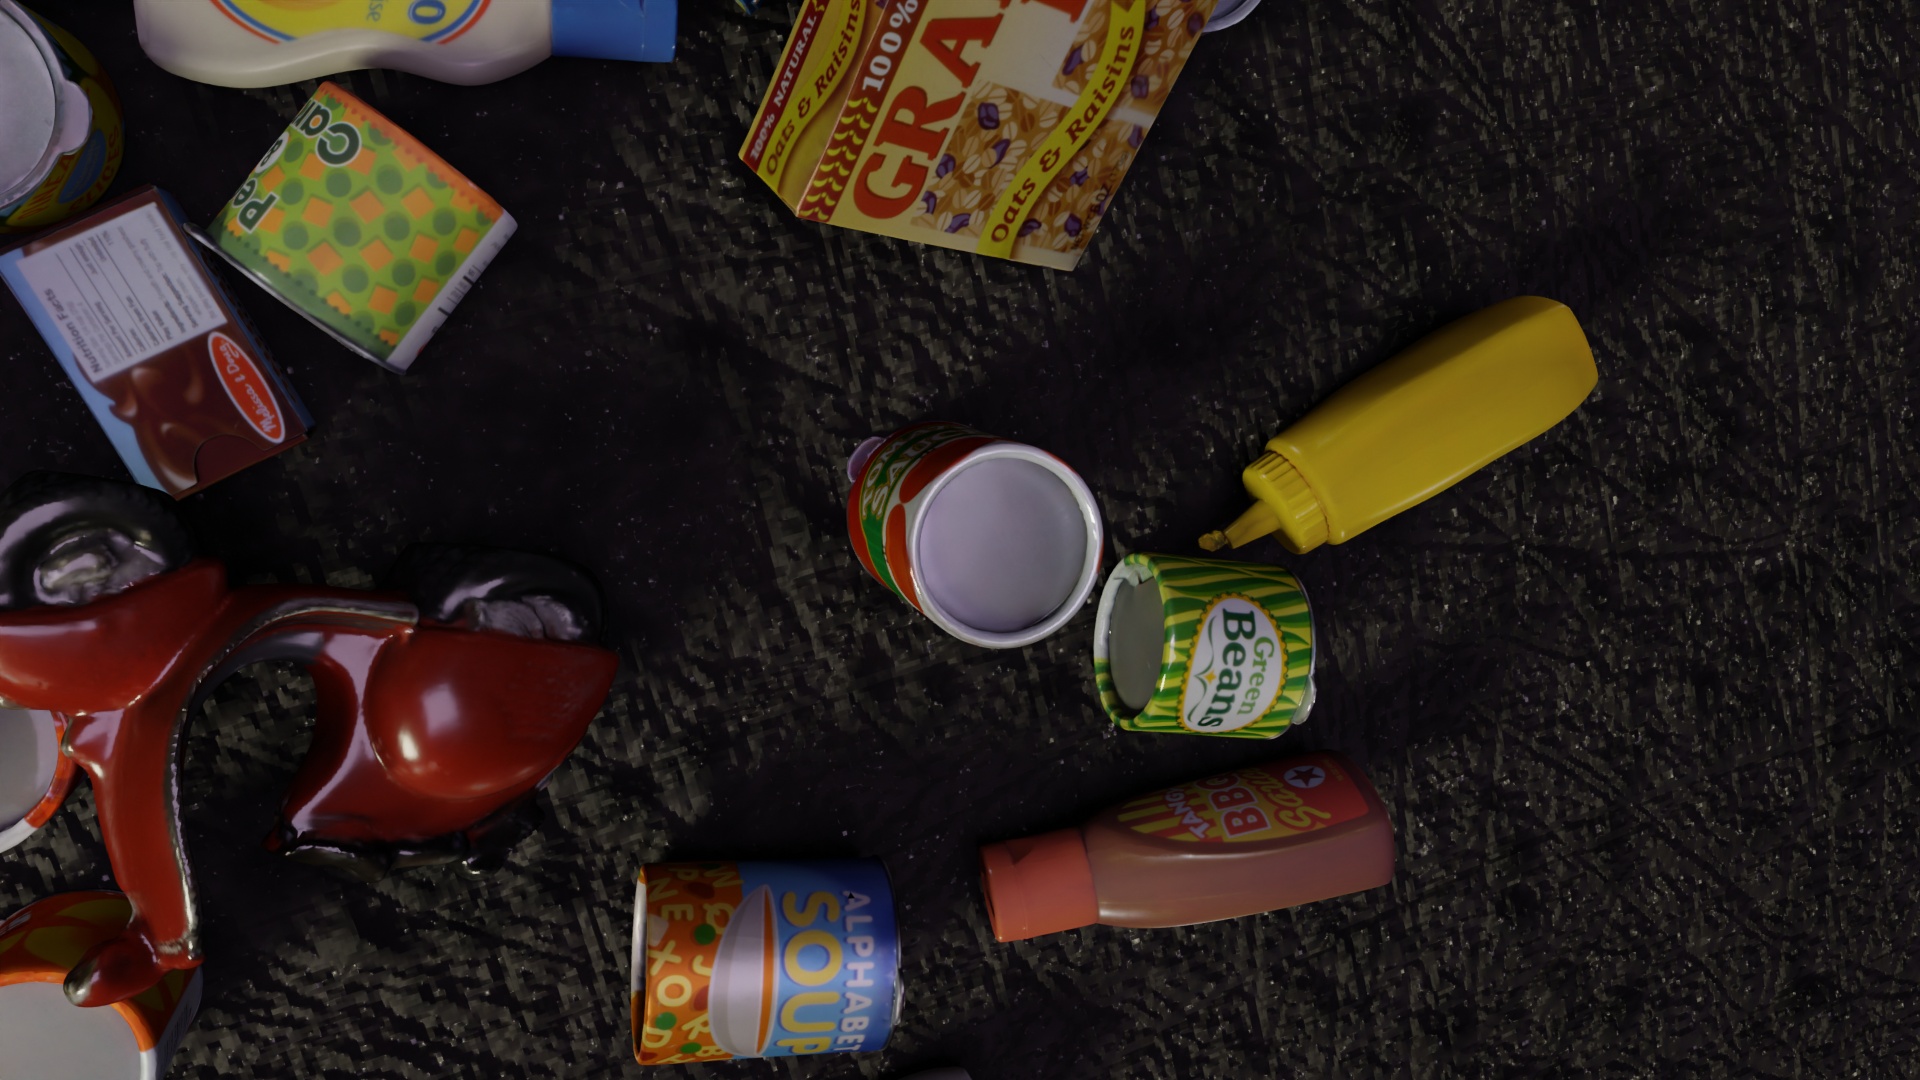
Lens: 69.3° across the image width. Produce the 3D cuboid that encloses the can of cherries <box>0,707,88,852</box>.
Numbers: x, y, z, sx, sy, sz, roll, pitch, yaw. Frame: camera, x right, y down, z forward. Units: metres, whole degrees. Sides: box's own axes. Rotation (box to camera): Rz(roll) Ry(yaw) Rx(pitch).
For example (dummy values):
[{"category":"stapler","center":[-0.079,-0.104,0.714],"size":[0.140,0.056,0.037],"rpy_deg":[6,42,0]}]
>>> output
[{"category":"can of cherries","center":[-0.285,0.050,0.401],"size":[0.071,0.058,0.071],"rpy_deg":[-3,100,-17]}]

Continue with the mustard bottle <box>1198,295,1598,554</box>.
[{"category":"mustard bottle","center":[0.158,-0.036,0.525],"size":[0.160,0.065,0.048],"rpy_deg":[-31,101,-5]}]

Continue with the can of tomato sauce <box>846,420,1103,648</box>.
[{"category":"can of tomato sauce","center":[0.002,-0.006,0.468],"size":[0.071,0.083,0.071],"rpy_deg":[-3,100,-17]}]

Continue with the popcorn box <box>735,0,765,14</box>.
[{"category":"popcorn box","center":[-0.037,-0.220,0.410],"size":[0.038,0.085,0.126],"rpy_deg":[40,98,-16]}]

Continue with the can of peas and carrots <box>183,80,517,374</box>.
[{"category":"can of peas and carrots","center":[-0.177,-0.093,0.408],"size":[0.071,0.071,0.059],"rpy_deg":[38,86,-19]}]

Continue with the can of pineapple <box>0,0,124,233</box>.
[{"category":"can of pineapple","center":[-0.271,-0.117,0.380],"size":[0.071,0.058,0.071],"rpy_deg":[-3,100,-17]}]

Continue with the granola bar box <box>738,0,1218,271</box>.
[{"category":"granola bar box","center":[0.021,-0.168,0.413],"size":[0.124,0.039,0.164],"rpy_deg":[-1,129,-45]}]

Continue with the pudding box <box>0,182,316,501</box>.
[{"category":"pudding box","center":[-0.238,-0.057,0.414],"size":[0.050,0.030,0.083],"rpy_deg":[-29,106,-12]}]

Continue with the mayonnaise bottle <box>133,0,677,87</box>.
[{"category":"mayonnaise bottle","center":[-0.161,-0.167,0.415],"size":[0.148,0.041,0.064],"rpy_deg":[-2,97,-16]}]

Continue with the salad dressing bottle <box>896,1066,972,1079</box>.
[{"category":"salad dressing bottle","center":[-0.051,0.254,0.512],"size":[0.148,0.044,0.064],"rpy_deg":[-30,105,-10]}]

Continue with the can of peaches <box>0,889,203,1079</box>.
[{"category":"can of peaches","center":[-0.274,0.147,0.419],"size":[0.071,0.058,0.071],"rpy_deg":[-3,100,-17]}]

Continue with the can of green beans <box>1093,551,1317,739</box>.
[{"category":"can of green beans","center":[0.088,0.039,0.510],"size":[0.058,0.071,0.071],"rpy_deg":[6,97,-18]}]

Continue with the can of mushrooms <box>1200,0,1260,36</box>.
[{"category":"can of mushrooms","center":[0.073,-0.207,0.486],"size":[0.071,0.033,0.071],"rpy_deg":[-3,100,-17]}]

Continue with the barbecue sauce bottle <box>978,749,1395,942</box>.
[{"category":"barbecue sauce bottle","center":[0.083,0.118,0.525],"size":[0.149,0.065,0.043],"rpy_deg":[-11,110,-6]}]

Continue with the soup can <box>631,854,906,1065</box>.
[{"category":"soup can","center":[-0.067,0.143,0.475],"size":[0.084,0.071,0.071],"rpy_deg":[2,98,-17]}]
